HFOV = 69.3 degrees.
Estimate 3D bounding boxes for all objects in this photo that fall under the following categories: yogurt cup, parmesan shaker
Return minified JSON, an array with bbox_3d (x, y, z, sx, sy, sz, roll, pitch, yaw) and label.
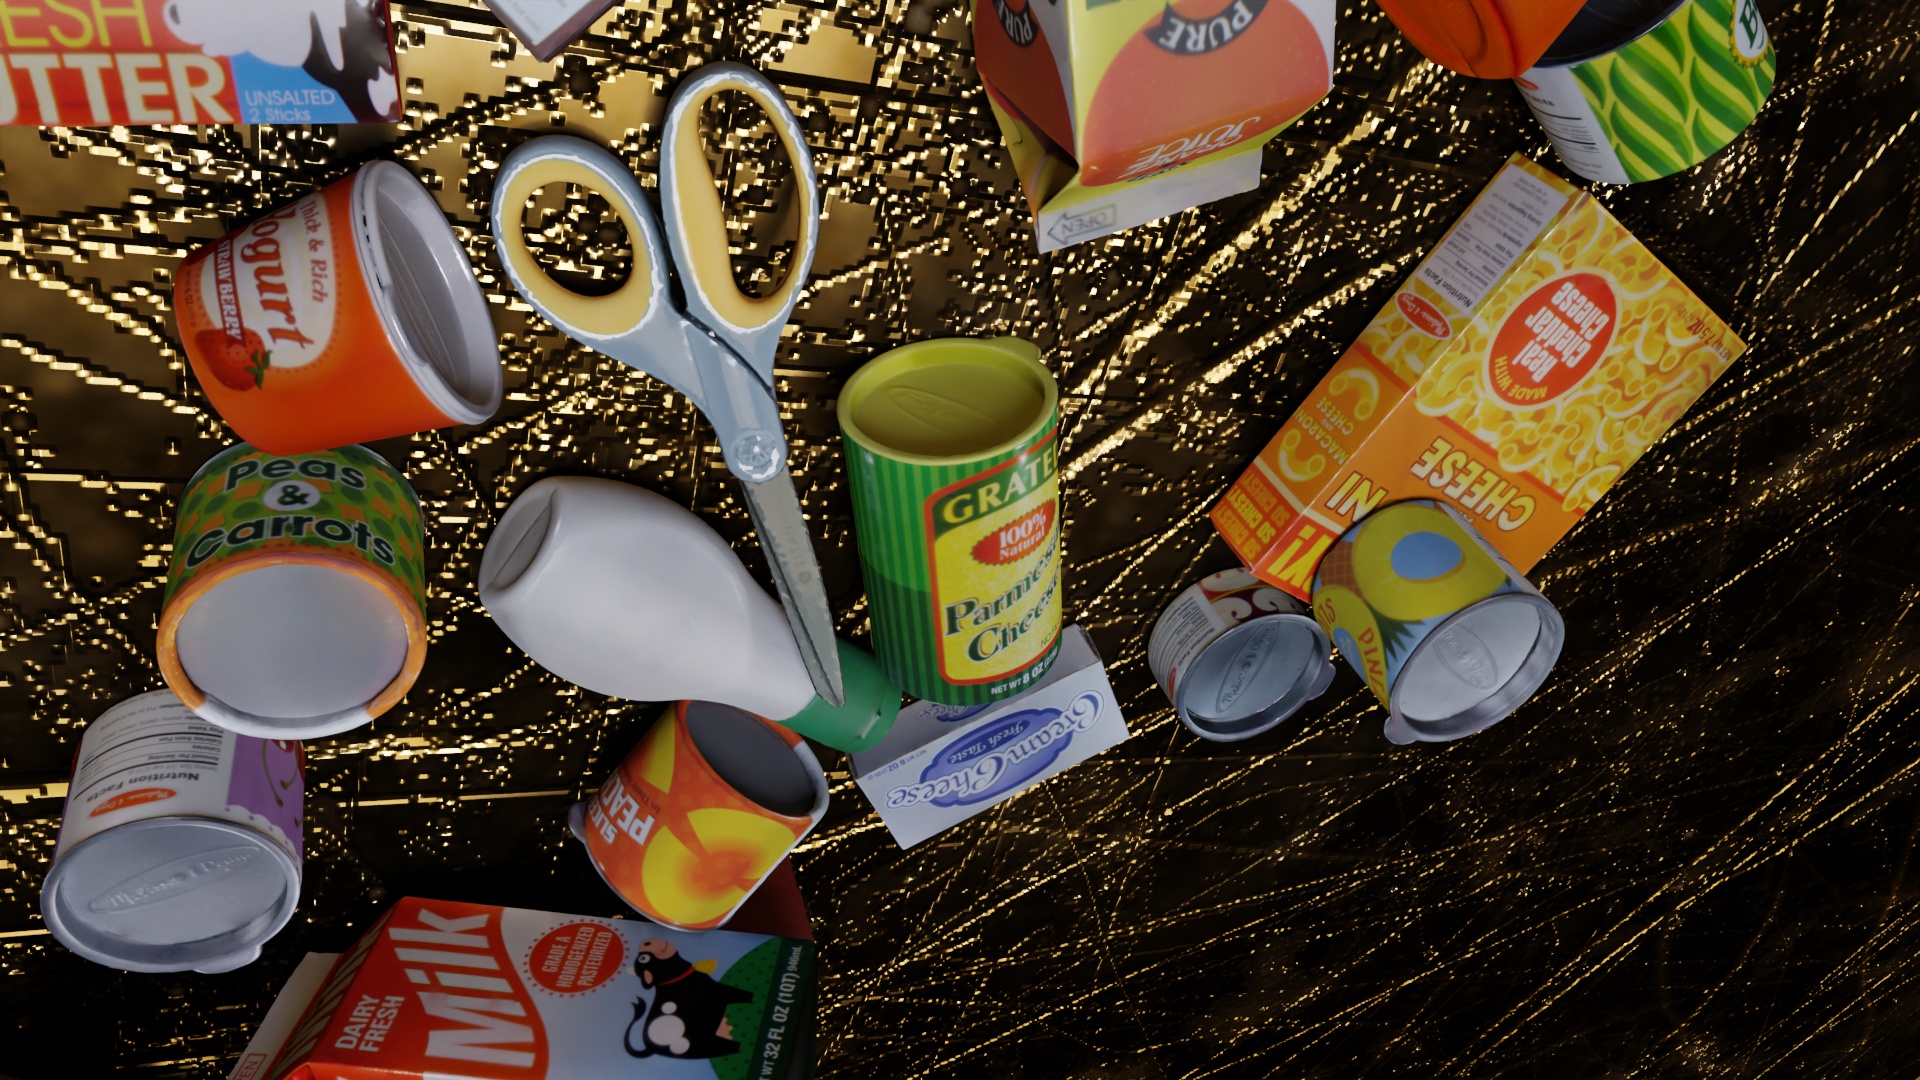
[{"bbox_3d":[-0.154,-0.054,0.347,0.054,0.073,0.072,-18,131,2],"label":"yogurt cup"},{"bbox_3d":[0.002,-0.006,0.448,0.071,0.071,0.102,-15,130,-11],"label":"parmesan shaker"}]

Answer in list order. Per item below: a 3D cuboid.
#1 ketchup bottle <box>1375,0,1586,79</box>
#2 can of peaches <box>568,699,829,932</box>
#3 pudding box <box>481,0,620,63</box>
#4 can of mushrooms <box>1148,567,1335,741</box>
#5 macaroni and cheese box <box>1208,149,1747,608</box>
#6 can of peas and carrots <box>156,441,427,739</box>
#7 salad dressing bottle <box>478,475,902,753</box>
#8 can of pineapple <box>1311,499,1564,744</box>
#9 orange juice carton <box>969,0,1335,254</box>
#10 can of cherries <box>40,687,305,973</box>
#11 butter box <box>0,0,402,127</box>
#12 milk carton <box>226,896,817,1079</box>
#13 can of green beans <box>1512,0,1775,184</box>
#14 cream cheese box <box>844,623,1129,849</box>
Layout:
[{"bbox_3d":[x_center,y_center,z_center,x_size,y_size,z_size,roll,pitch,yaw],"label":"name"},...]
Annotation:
[{"bbox_3d":[0.152,-0.182,0.315,0.064,0.043,0.149,38,92,-37],"label":"ketchup bottle"},{"bbox_3d":[-0.090,0.091,0.484,0.071,0.071,0.058,29,111,-37],"label":"can of peaches"},{"bbox_3d":[-0.105,-0.157,0.309,0.049,0.030,0.083,-37,131,9],"label":"pudding box"},{"bbox_3d":[0.112,0.046,0.555,0.071,0.033,0.070,-11,129,-14],"label":"can of mushrooms"},{"bbox_3d":[0.191,-0.040,0.516,0.123,0.040,0.166,25,113,-35],"label":"macaroni and cheese box"},{"bbox_3d":[-0.184,0.011,0.387,0.071,0.059,0.070,-12,130,-14],"label":"can of peas and carrots"},{"bbox_3d":[-0.082,0.030,0.456,0.147,0.044,0.064,32,96,-39],"label":"salad dressing bottle"},{"bbox_3d":[0.165,0.028,0.491,0.071,0.058,0.070,-11,129,-14],"label":"can of pineapple"},{"bbox_3d":[0.043,-0.163,0.337,0.072,0.073,0.191,-19,131,-11],"label":"orange juice carton"},{"bbox_3d":[-0.238,0.089,0.427,0.071,0.058,0.071,-12,129,-15],"label":"can of cherries"},{"bbox_3d":[-0.182,-0.121,0.309,0.104,0.024,0.052,-7,128,-18],"label":"butter box"},{"bbox_3d":[-0.150,0.179,0.479,0.191,0.073,0.073,6,122,3],"label":"milk carton"},{"bbox_3d":[0.201,-0.150,0.417,0.071,0.071,0.057,-43,130,13],"label":"can of green beans"},{"bbox_3d":[0.012,0.077,0.544,0.104,0.024,0.053,-26,133,-1],"label":"cream cheese box"}]
